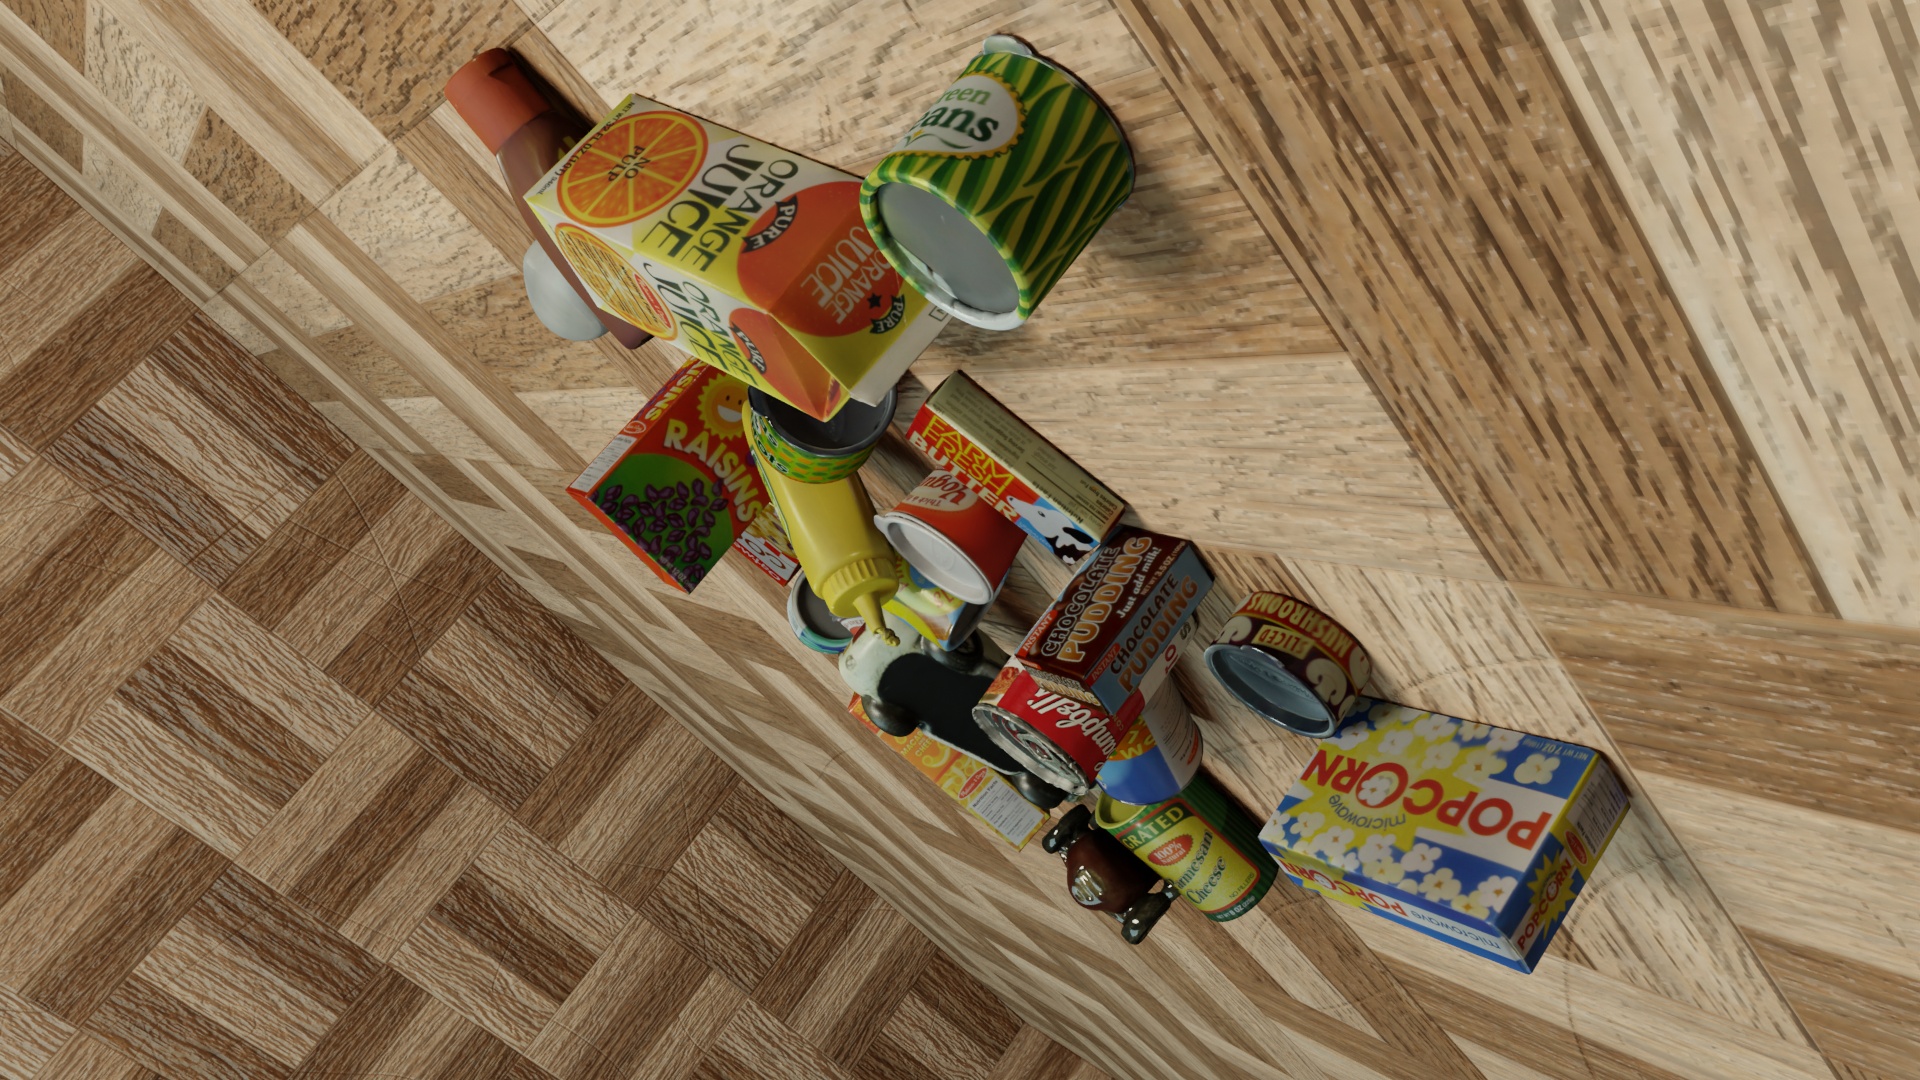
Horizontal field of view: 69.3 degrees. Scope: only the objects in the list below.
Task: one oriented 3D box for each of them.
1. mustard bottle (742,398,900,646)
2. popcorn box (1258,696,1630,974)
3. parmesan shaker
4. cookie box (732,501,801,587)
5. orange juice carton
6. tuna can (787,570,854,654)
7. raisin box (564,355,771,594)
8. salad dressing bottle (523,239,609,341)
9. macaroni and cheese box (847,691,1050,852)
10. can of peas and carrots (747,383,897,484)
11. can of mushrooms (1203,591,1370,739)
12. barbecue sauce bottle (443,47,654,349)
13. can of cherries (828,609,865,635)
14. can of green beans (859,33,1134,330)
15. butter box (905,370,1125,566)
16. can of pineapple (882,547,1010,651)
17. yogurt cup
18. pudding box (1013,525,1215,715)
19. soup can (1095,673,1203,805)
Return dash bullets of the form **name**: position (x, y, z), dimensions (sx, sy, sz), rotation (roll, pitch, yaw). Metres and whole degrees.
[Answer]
- **mustard bottle**: position (-0.069, -0.010, 0.737), dimensions (0.065, 0.049, 0.161), rotation (72, 172, -63)
- **popcorn box**: position (0.199, 0.118, 0.582), dimensions (0.038, 0.085, 0.126), rotation (49, 160, -26)
- **parmesan shaker**: position (0.147, 0.184, 0.881), dimensions (0.103, 0.071, 0.071), rotation (42, 161, -13)
- **cookie box**: position (-0.147, -0.035, 0.949), dimensions (0.123, 0.040, 0.167), rotation (39, 161, -2)
- **orange juice carton**: position (-0.085, -0.115, 0.581), dimensions (0.193, 0.072, 0.072), rotation (28, 159, 30)
- **tuna can**: position (-0.087, 0.046, 0.993), dimensions (0.071, 0.071, 0.032), rotation (38, 161, 1)
- **raisin box**: position (-0.149, -0.044, 0.792), dimensions (0.086, 0.124, 0.040), rotation (49, 160, -29)
- **salad dressing bottle**: position (-0.213, -0.155, 0.779), dimensions (0.064, 0.044, 0.147), rotation (43, 161, -8)
- **macaroni and cheese box**: position (-0.007, 0.156, 1.077), dimensions (0.166, 0.040, 0.124), rotation (40, -174, -4)
- **can of peas and carrots**: position (-0.070, -0.065, 0.678), dimensions (0.071, 0.071, 0.058), rotation (39, 162, -2)
- **can of mushrooms**: position (0.145, 0.054, 0.615), dimensions (0.071, 0.033, 0.070), rotation (35, 162, 13)
- **barbecue sauce bottle**: position (-0.185, -0.166, 0.672), dimensions (0.043, 0.065, 0.148), rotation (-29, 105, 44)
- **can of cherries**: position (-0.042, 0.043, 0.883), dimensions (0.058, 0.072, 0.071), rotation (42, 161, -13)
- **can of green beans**: position (0.011, -0.109, 0.435), dimensions (0.071, 0.058, 0.071), rotation (34, 161, 13)
- **butter box**: position (0.024, -0.033, 0.649), dimensions (0.103, 0.024, 0.053), rotation (38, 161, -1)
- **can of pineapple**: position (-0.013, 0.020, 0.778), dimensions (0.058, 0.071, 0.070), rotation (33, 161, 14)
- **yogurt cup**: position (0.003, -0.009, 0.700), dimensions (0.072, 0.054, 0.072), rotation (34, 162, 13)
- **pudding box**: position (0.070, 0.035, 0.630), dimensions (0.049, 0.084, 0.030), rotation (15, 148, 51)
- **soup can**: position (0.090, 0.099, 0.772), dimensions (0.071, 0.071, 0.083), rotation (23, 156, 39)
